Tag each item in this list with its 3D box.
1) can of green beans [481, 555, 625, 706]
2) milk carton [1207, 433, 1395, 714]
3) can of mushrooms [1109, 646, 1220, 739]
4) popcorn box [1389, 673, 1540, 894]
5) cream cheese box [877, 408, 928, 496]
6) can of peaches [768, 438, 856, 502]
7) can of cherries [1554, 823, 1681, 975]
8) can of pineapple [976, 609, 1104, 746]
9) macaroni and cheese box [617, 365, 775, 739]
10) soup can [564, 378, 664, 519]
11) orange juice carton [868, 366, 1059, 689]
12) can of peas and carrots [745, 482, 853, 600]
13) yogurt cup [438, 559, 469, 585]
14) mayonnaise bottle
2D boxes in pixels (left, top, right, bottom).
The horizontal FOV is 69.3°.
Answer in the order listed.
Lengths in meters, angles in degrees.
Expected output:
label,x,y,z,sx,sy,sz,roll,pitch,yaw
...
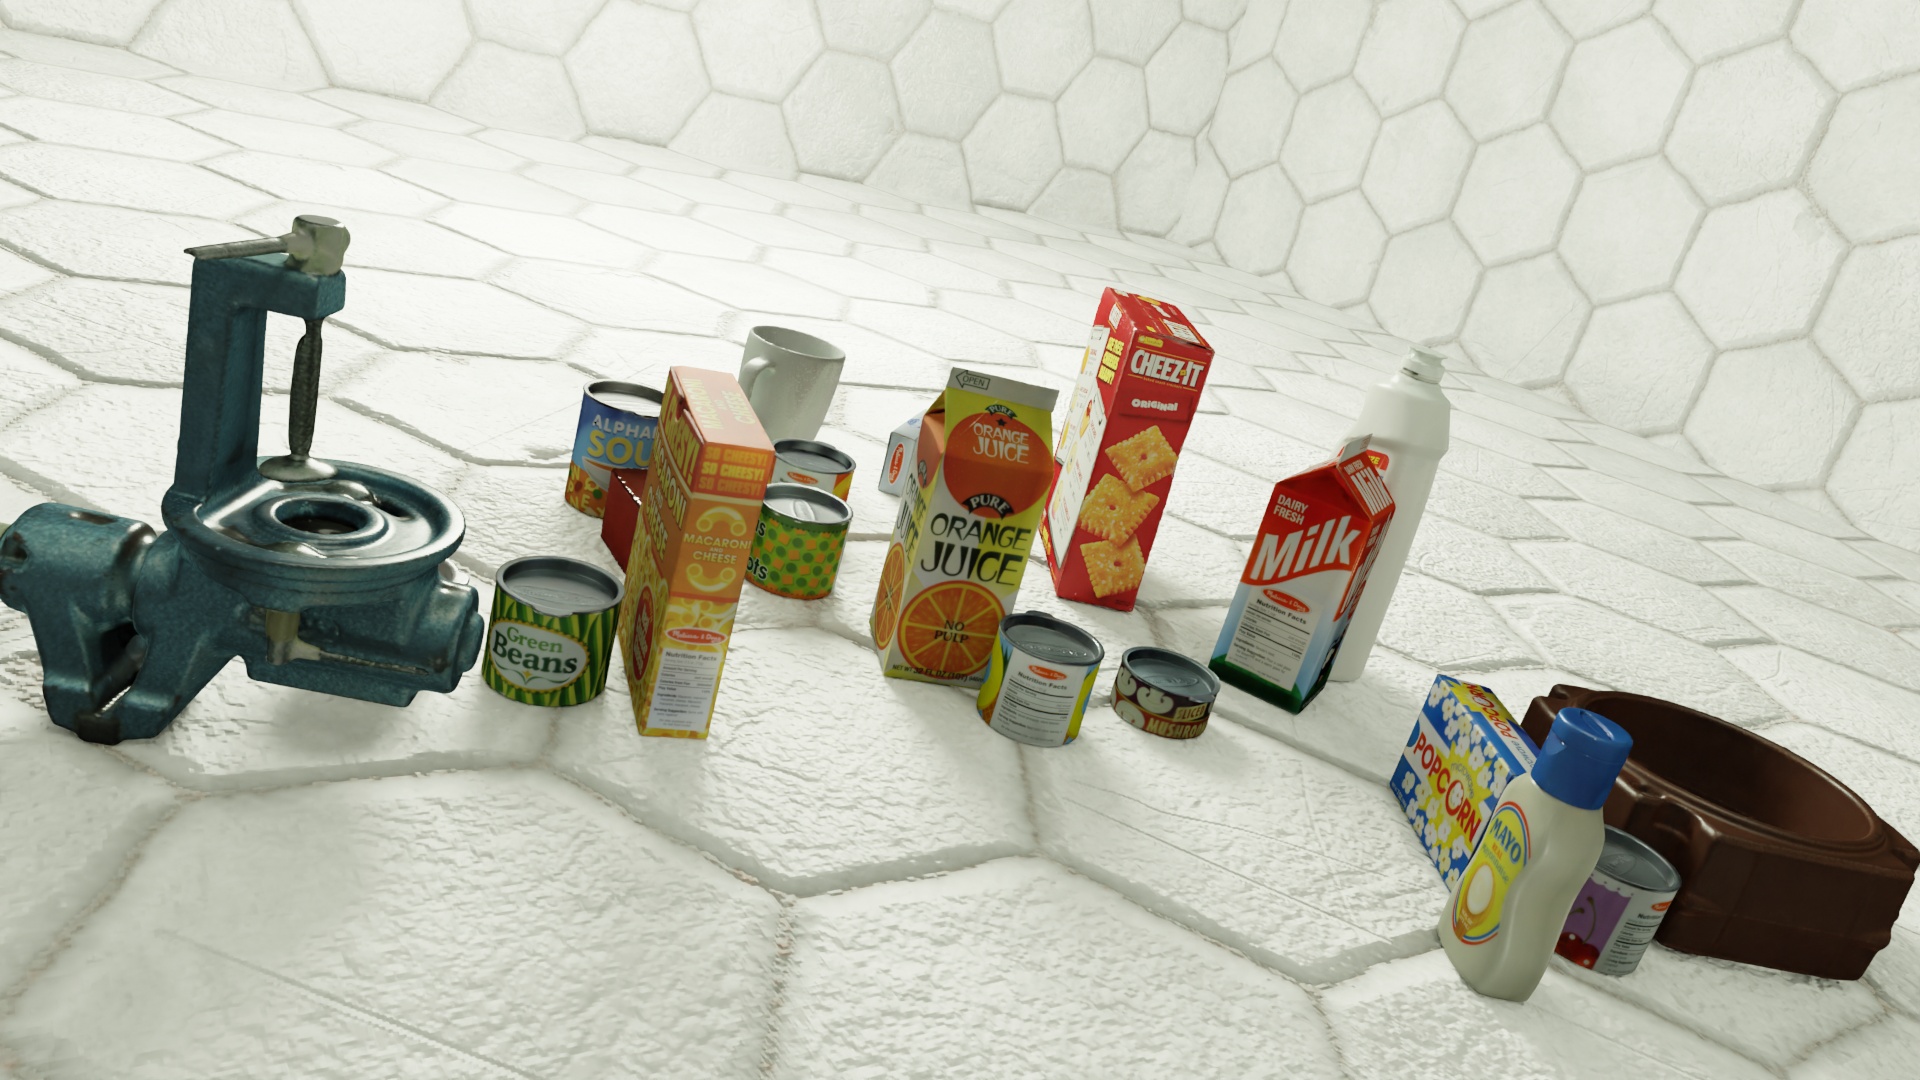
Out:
label,x,y,z,sx,sy,sz,roll,pitch,yaw
can of green beans,-0.217,0.048,0.738,0.071,0.057,0.071,14,20,-5
milk carton,0.245,0.016,0.973,0.073,0.189,0.072,25,22,23
can of mushrooms,0.133,0.099,0.899,0.071,0.033,0.071,14,20,-5
popcorn box,0.305,0.147,0.827,0.038,0.085,0.127,14,20,-6
cream cheese box,-0.041,-0.077,1.204,0.024,0.053,0.104,19,20,9
can of peaches,-0.116,-0.038,1.039,0.071,0.057,0.071,14,20,-5
can of cherries,0.352,0.196,0.773,0.071,0.058,0.072,14,20,-5
can of pineapple,0.048,0.083,0.843,0.071,0.057,0.071,14,20,-5
macaroni and cheese box,-0.148,0.003,0.749,0.040,0.165,0.124,7,22,-23
soup can,-0.237,-0.062,0.974,0.071,0.083,0.071,14,20,-5
orange juice carton,0.003,-0.011,0.861,0.072,0.192,0.073,10,20,-16
can of peas and carrots,-0.113,0.000,0.940,0.071,0.058,0.071,14,20,-5
yogurt cup,-0.295,0.038,0.712,0.072,0.053,0.072,14,20,-5
mayonnaise bottle,0.291,0.156,0.702,0.041,0.147,0.065,13,20,-9
